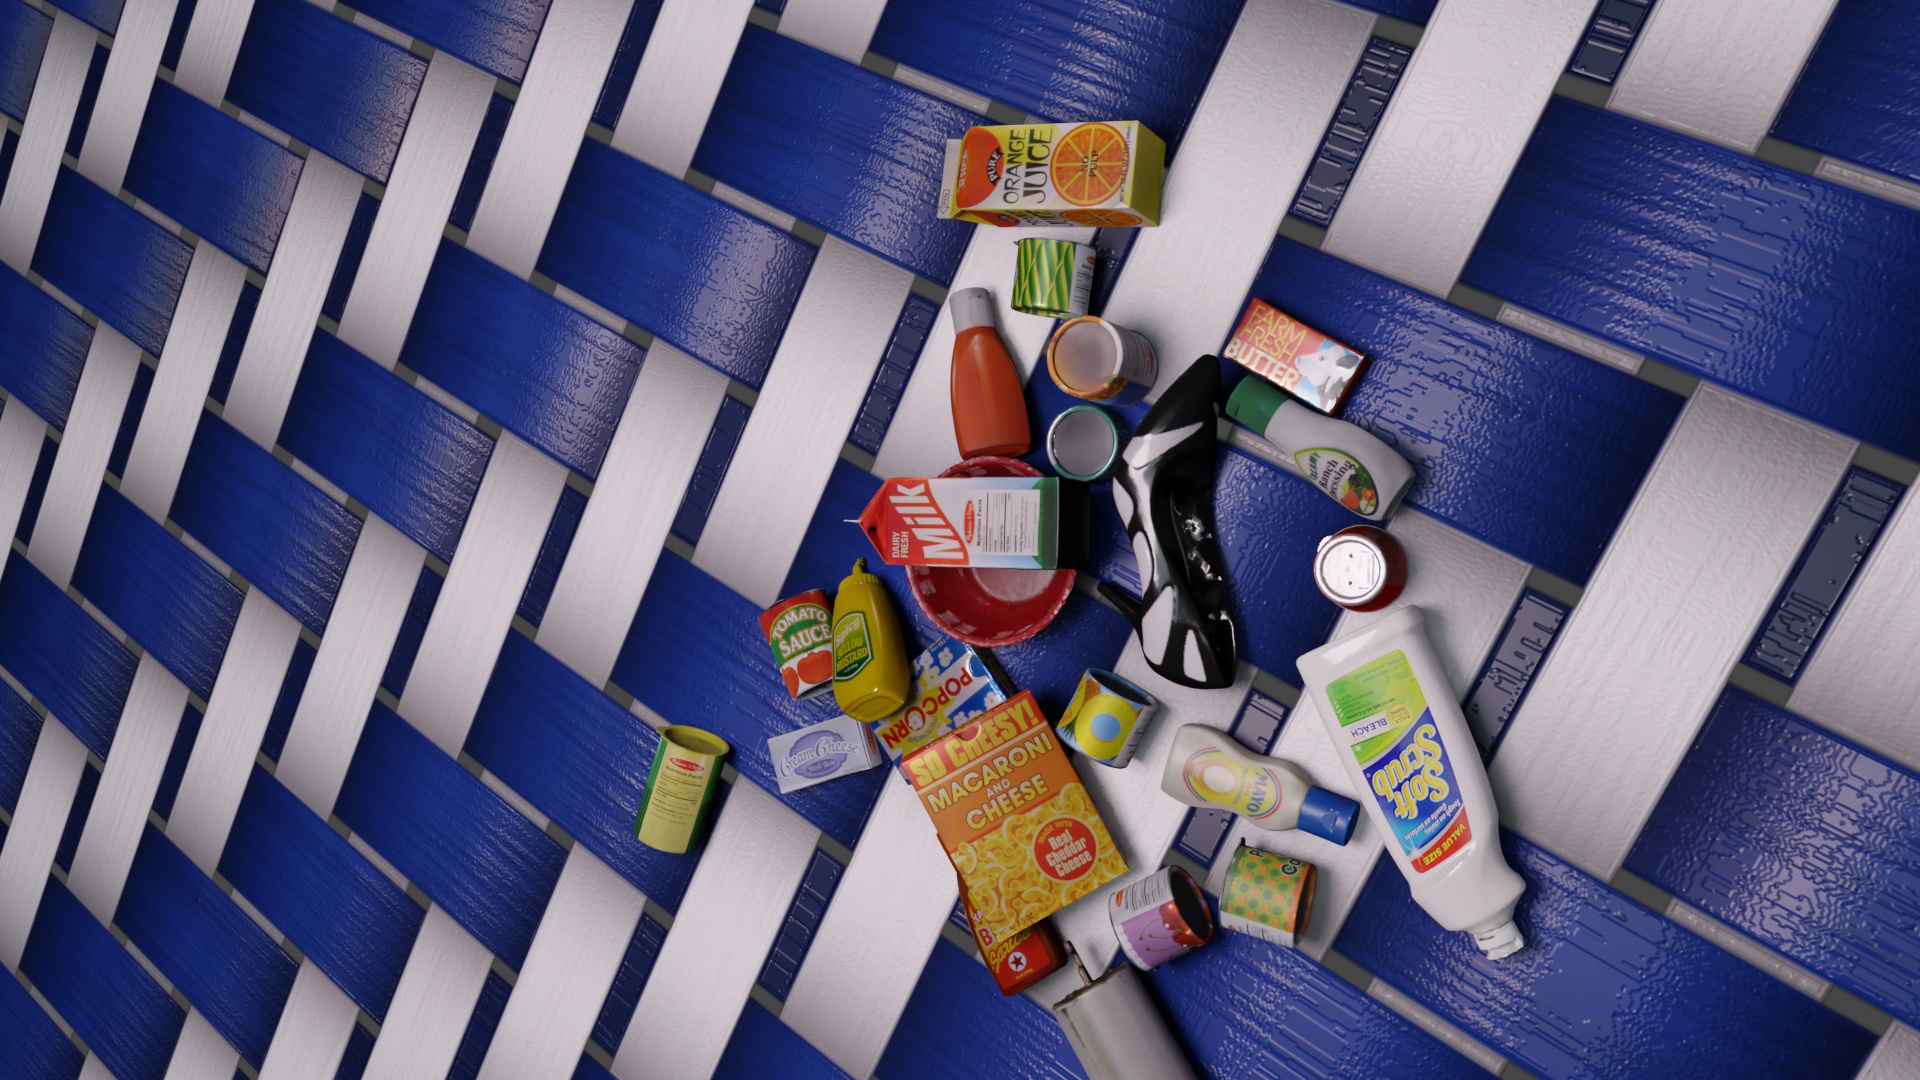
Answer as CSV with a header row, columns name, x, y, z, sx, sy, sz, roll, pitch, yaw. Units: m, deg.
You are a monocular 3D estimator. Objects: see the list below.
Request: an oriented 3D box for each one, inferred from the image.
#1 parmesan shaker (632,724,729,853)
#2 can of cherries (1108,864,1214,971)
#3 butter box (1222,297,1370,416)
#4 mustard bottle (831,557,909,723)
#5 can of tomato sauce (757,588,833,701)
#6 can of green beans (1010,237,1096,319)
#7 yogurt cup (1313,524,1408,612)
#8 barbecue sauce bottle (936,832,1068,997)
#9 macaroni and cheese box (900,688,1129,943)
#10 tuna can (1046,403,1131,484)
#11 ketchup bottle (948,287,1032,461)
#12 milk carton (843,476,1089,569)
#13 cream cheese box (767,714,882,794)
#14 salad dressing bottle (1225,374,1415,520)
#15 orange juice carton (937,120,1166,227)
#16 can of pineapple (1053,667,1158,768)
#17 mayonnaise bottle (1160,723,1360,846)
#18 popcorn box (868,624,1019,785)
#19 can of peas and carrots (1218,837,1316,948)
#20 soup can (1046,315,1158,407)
name,x,y,z,sx,sy,sz,roll,pitch,yaw
parmesan shaker,-0.269,0.235,1.323,0.071,0.071,0.103,23,99,25
can of cherries,0.162,0.302,1.107,0.058,0.071,0.071,-33,75,22
butter box,0.262,-0.144,1.090,0.103,0.024,0.053,35,104,23
mustard bottle,-0.085,0.080,1.226,0.065,0.049,0.161,-32,48,26
can of tomato sauce,-0.138,0.095,1.260,0.071,0.071,0.083,-30,76,23
can of green beans,0.077,-0.219,1.163,0.071,0.071,0.057,9,93,27
yogurt cup,0.300,0.022,1.050,0.072,0.054,0.072,0,89,26
barbecue sauce bottle,0.030,0.307,1.183,0.064,0.043,0.149,-35,73,16
macaroni and cheese box,0.044,0.224,1.140,0.124,0.040,0.166,-29,86,-1
tuna can,0.109,-0.080,1.161,0.071,0.033,0.071,-1,88,27
ketchup bottle,0.019,-0.144,1.197,0.065,0.043,0.149,-8,77,-8
milk carton,0.004,-0.014,1.128,0.190,0.072,0.073,1,89,25
cream cheese box,-0.125,0.194,1.276,0.103,0.024,0.053,-20,79,25
salad dressing bottle,0.273,-0.074,1.062,0.148,0.064,0.044,37,62,22
orange juice carton,0.069,-0.305,1.166,0.193,0.073,0.071,7,92,27
can of pineapple,0.118,0.143,1.131,0.071,0.071,0.057,31,101,24
mayonnaise bottle,0.234,0.194,1.085,0.148,0.041,0.064,18,95,27
popcorn box,-0.018,0.144,1.216,0.126,0.038,0.085,-41,70,20
can of peas and carrots,0.237,0.271,1.068,0.059,0.071,0.071,11,94,26
soup can,0.114,-0.144,1.132,0.071,0.084,0.071,-1,89,27
